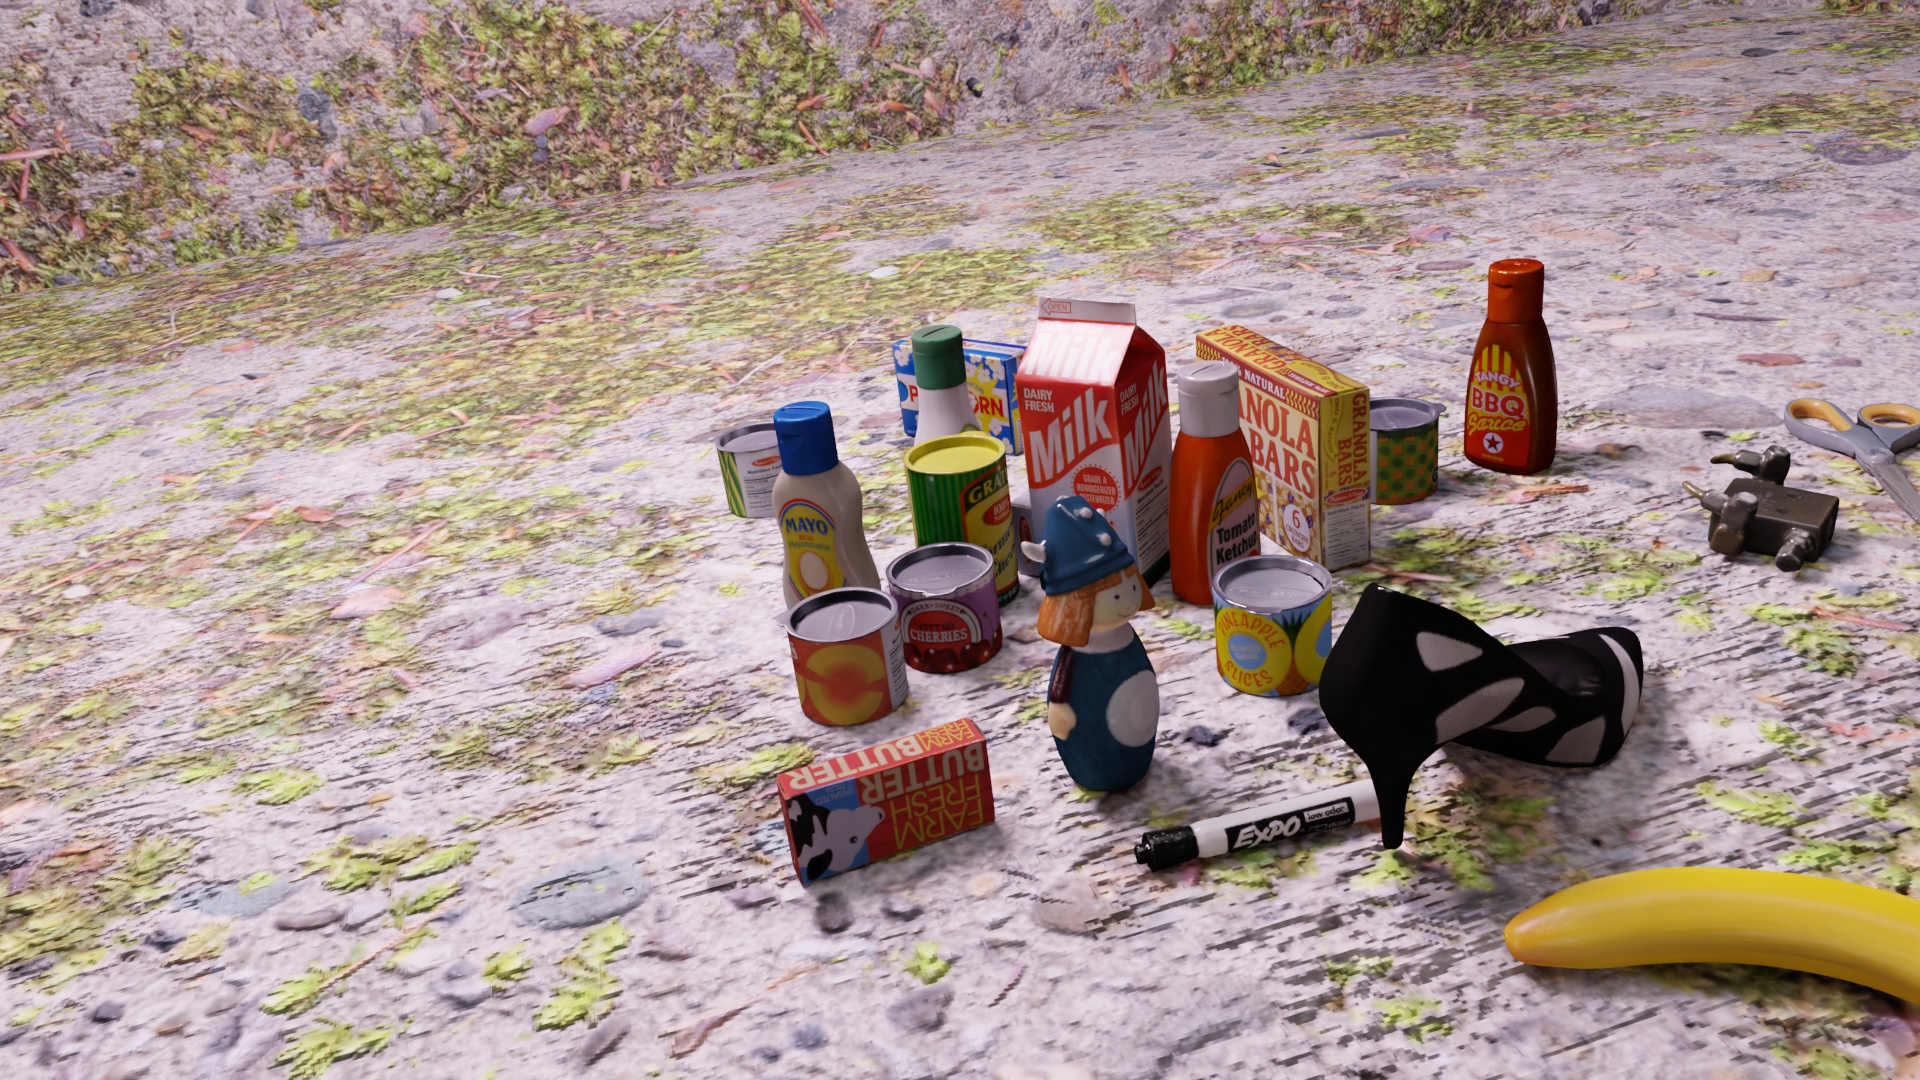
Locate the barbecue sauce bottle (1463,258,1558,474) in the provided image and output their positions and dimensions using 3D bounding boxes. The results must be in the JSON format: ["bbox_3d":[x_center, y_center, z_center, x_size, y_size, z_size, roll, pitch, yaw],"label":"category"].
[{"bbox_3d":[0.392,-0.124,0.987,0.044,0.148,0.065,-23,29,-30],"label":"barbecue sauce bottle"}]

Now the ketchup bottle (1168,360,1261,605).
[{"bbox_3d":[0.157,-0.037,0.867,0.065,0.148,0.043,-25,30,-34],"label":"ketchup bottle"}]

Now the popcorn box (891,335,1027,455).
[{"bbox_3d":[0.005,-0.125,1.174,0.127,0.085,0.038,14,32,38],"label":"popcorn box"}]

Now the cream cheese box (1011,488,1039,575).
[{"bbox_3d":[0.071,-0.021,0.969,0.024,0.053,0.104,9,29,32],"label":"cream cheese box"}]

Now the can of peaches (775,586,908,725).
[{"bbox_3d":[-0.068,0.068,0.815,0.071,0.057,0.071,-6,25,3],"label":"can of peaches"}]

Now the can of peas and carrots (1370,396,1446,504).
[{"bbox_3d":[0.309,-0.065,0.991,0.071,0.058,0.071,-6,25,3],"label":"can of peas and carrots"}]

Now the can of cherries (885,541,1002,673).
[{"bbox_3d":[-0.010,0.042,0.853,0.071,0.058,0.072,-6,25,3],"label":"can of cherries"}]

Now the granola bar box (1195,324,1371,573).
[{"bbox_3d":[0.215,-0.066,0.942,0.039,0.123,0.166,-14,26,-14],"label":"granola bar box"}]

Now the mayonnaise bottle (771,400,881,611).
[{"bbox_3d":[-0.090,-0.015,0.890,0.065,0.147,0.041,4,27,24],"label":"mayonnaise bottle"}]

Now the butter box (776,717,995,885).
[{"bbox_3d":[-0.036,0.127,0.684,0.104,0.053,0.024,-15,26,-16],"label":"butter box"}]

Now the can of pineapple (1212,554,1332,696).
[{"bbox_3d":[0.176,0.048,0.787,0.071,0.057,0.071,-6,25,3],"label":"can of pineapple"}]

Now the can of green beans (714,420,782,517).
[{"bbox_3d":[-0.157,-0.057,1.107,0.071,0.057,0.071,-6,25,3],"label":"can of green beans"}]

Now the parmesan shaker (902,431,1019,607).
[{"bbox_3d":[0.003,-0.011,0.910,0.071,0.102,0.071,-6,25,3],"label":"parmesan shaker"}]

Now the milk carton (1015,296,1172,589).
[{"bbox_3d":[0.089,-0.063,0.892,0.072,0.189,0.074,9,30,33],"label":"milk carton"}]

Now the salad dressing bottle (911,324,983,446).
[{"bbox_3d":[-0.009,-0.081,1.010,0.044,0.147,0.064,15,33,40],"label":"salad dressing bottle"}]
